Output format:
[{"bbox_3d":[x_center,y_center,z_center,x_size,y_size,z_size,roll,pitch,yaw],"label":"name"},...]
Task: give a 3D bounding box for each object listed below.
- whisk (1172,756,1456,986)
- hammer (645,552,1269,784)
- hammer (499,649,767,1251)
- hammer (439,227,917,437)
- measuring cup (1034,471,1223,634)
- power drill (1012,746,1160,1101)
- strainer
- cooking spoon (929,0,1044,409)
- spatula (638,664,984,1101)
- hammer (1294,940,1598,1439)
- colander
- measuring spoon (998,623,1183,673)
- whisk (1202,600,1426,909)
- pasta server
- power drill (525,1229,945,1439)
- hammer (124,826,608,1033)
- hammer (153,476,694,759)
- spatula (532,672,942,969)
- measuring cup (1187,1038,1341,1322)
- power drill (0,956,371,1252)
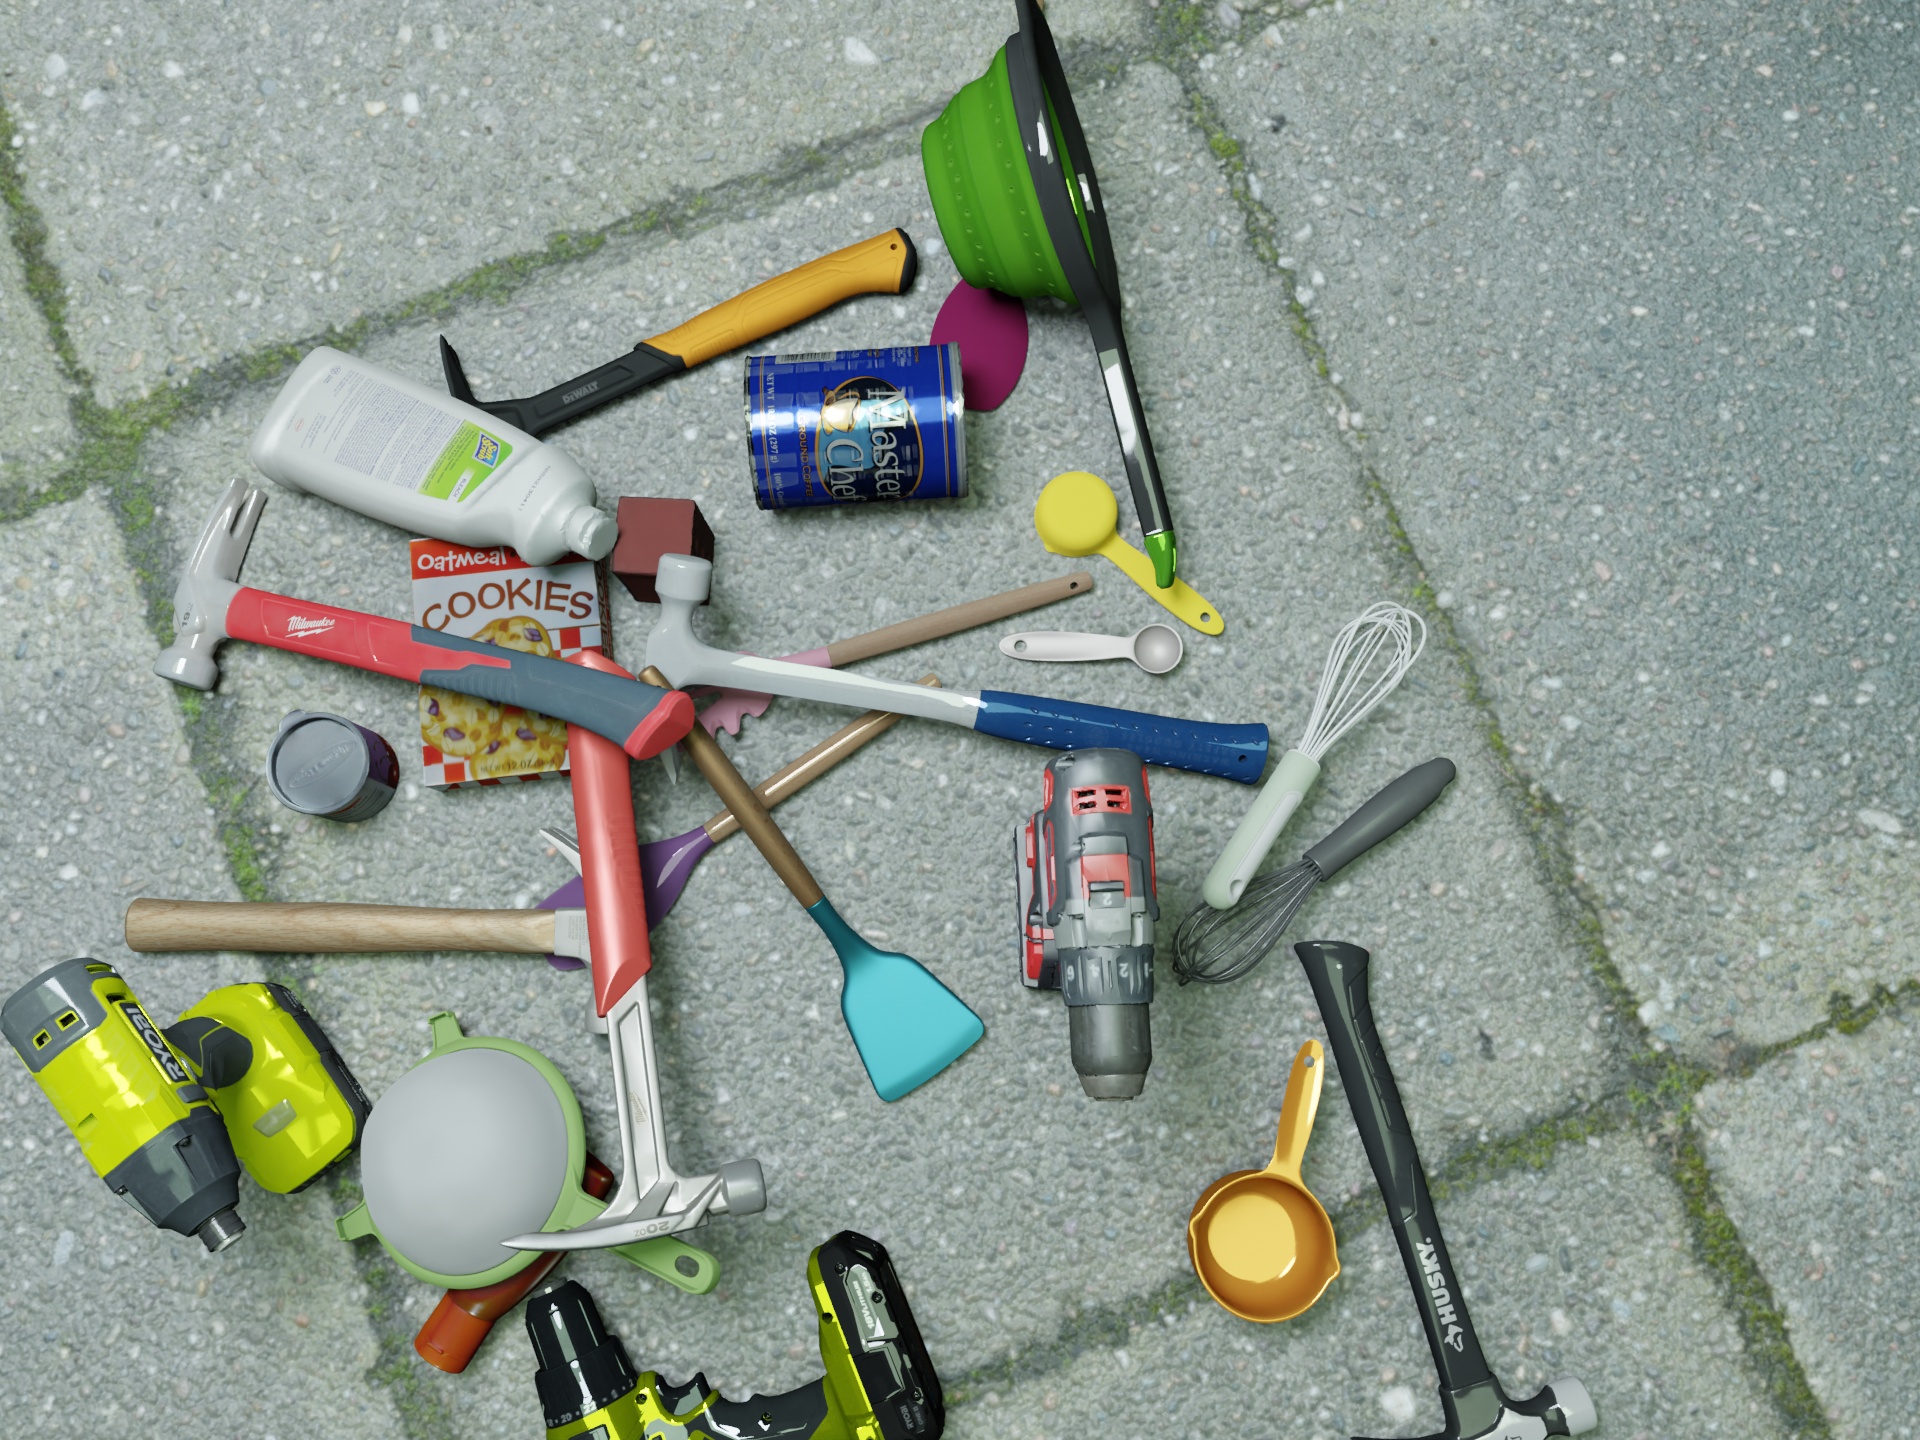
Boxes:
[{"bbox_3d":[0.232,0.097,1.039,0.239,0.055,0.055,-35,82,-11],"label":"whisk"},{"bbox_3d":[-0.002,-0.003,1.030,0.405,0.035,0.144,9,103,-7],"label":"hammer"},{"bbox_3d":[-0.216,0.129,0.959,0.149,0.036,0.359,-7,70,-13],"label":"hammer"},{"bbox_3d":[-0.189,-0.269,1.104,0.337,0.034,0.127,-25,82,-5],"label":"hammer"},{"bbox_3d":[0.117,-0.111,1.078,0.156,0.029,0.062,39,82,8],"label":"measuring cup"},{"bbox_3d":[0.077,0.123,0.938,0.080,0.226,0.188,-3,80,-1],"label":"power drill"},{"bbox_3d":[-0.262,0.279,0.941,0.256,0.069,0.151,18,78,21],"label":"strainer"},{"bbox_3d":[0.030,-0.373,1.130,0.069,0.017,0.319,9,81,0],"label":"cooking spoon"},{"bbox_3d":[-0.105,0.096,1.006,0.082,0.044,0.317,-35,104,-3],"label":"spatula"},{"bbox_3d":[0.276,0.300,1.006,0.146,0.035,0.335,-16,80,-4],"label":"hammer"},{"bbox_3d":[0.055,-0.271,1.049,0.094,0.204,0.397,-14,92,15],"label":"colander"},{"bbox_3d":[0.088,-0.048,1.079,0.124,0.018,0.034,2,80,7],"label":"measuring spoon"},{"bbox_3d":[0.228,0.021,1.032,0.059,0.057,0.246,19,67,47],"label":"whisk"},{"bbox_3d":[-0.061,-0.049,1.064,0.316,0.040,0.060,-17,105,-5],"label":"pasta server"},{"bbox_3d":[-0.142,0.402,0.966,0.228,0.080,0.190,-23,82,-1],"label":"power drill"},{"bbox_3d":[-0.372,0.132,1.026,0.331,0.031,0.130,1,87,2],"label":"hammer"},{"bbox_3d":[-0.337,-0.056,1.009,0.386,0.038,0.143,12,80,20],"label":"hammer"},{"bbox_3d":[-0.144,0.063,1.053,0.316,0.018,0.060,-35,85,-5],"label":"spatula"},{"bbox_3d":[0.197,0.286,1.000,0.095,0.052,0.174,16,79,3],"label":"measuring cup"},{"bbox_3d":[-0.434,0.221,0.919,0.080,0.223,0.171,-39,83,-6],"label":"power drill"}]
